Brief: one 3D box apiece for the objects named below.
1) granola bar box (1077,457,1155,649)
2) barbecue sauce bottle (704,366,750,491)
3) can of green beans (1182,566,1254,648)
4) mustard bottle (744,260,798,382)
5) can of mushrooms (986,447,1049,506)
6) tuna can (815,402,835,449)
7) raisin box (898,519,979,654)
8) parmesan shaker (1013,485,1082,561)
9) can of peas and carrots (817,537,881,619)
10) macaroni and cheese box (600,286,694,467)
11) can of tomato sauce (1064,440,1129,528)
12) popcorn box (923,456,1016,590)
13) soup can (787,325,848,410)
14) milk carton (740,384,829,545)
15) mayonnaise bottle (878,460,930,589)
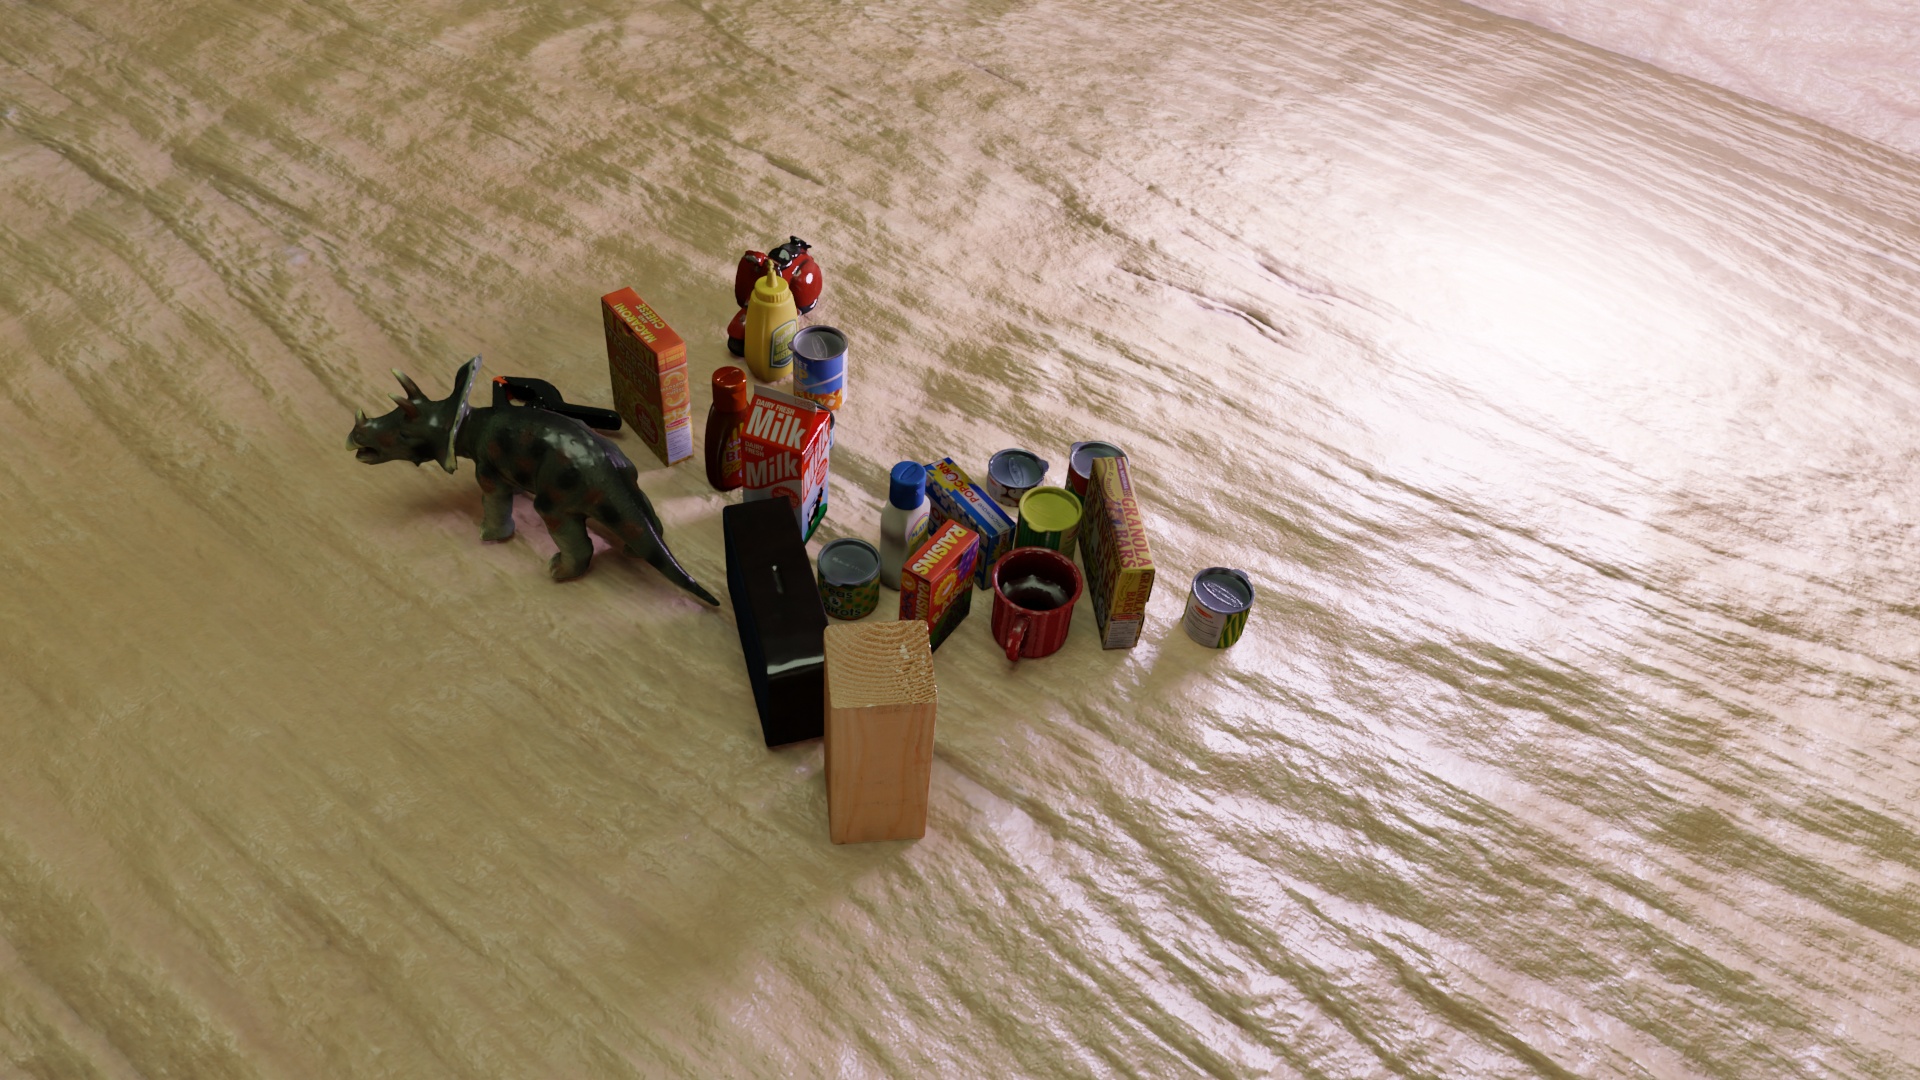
[{"bbox_3d":[0.162,0.012,1.458,0.039,0.123,0.166,-1,46,-7],"label":"granola bar box"},{"bbox_3d":[-0.252,-0.125,1.531,0.065,0.147,0.044,-31,56,-30],"label":"barbecue sauce bottle"},{"bbox_3d":[0.270,0.071,1.459,0.071,0.057,0.071,3,46,-3],"label":"can of green beans"},{"bbox_3d":[-0.226,-0.265,1.660,0.049,0.159,0.065,34,52,25],"label":"mustard bottle"},{"bbox_3d":[0.066,-0.072,1.593,0.071,0.033,0.071,3,46,-3],"label":"can of mushrooms"},{"bbox_3d":[-0.182,-0.128,1.622,0.071,0.032,0.071,3,46,-3],"label":"tuna can"},{"bbox_3d":[-0.023,0.051,1.402,0.040,0.122,0.086,29,50,20],"label":"raisin box"},{"bbox_3d":[0.088,0.003,1.475,0.071,0.102,0.072,3,46,-3],"label":"parmesan shaker"},{"bbox_3d":[-0.117,0.042,1.446,0.071,0.058,0.071,3,46,-3],"label":"can of peas and carrots"},{"bbox_3d":[-0.352,-0.183,1.564,0.040,0.165,0.124,-28,55,-28],"label":"macaroni and cheese box"},{"bbox_3d":[0.148,-0.060,1.555,0.071,0.082,0.071,3,46,-3],"label":"can of tomato sauce"},{"bbox_3d":[0.005,-0.019,1.499,0.038,0.084,0.127,-25,54,-27],"label":"popcorn box"},{"bbox_3d":[-0.171,-0.205,1.661,0.071,0.083,0.072,3,46,-3],"label":"soup can"},{"bbox_3d":[-0.185,-0.084,1.470,0.072,0.189,0.074,17,47,10],"label":"milk carton"},{"bbox_3d":[-0.057,-0.018,1.448,0.041,0.147,0.065,27,49,19],"label":"mayonnaise bottle"}]
